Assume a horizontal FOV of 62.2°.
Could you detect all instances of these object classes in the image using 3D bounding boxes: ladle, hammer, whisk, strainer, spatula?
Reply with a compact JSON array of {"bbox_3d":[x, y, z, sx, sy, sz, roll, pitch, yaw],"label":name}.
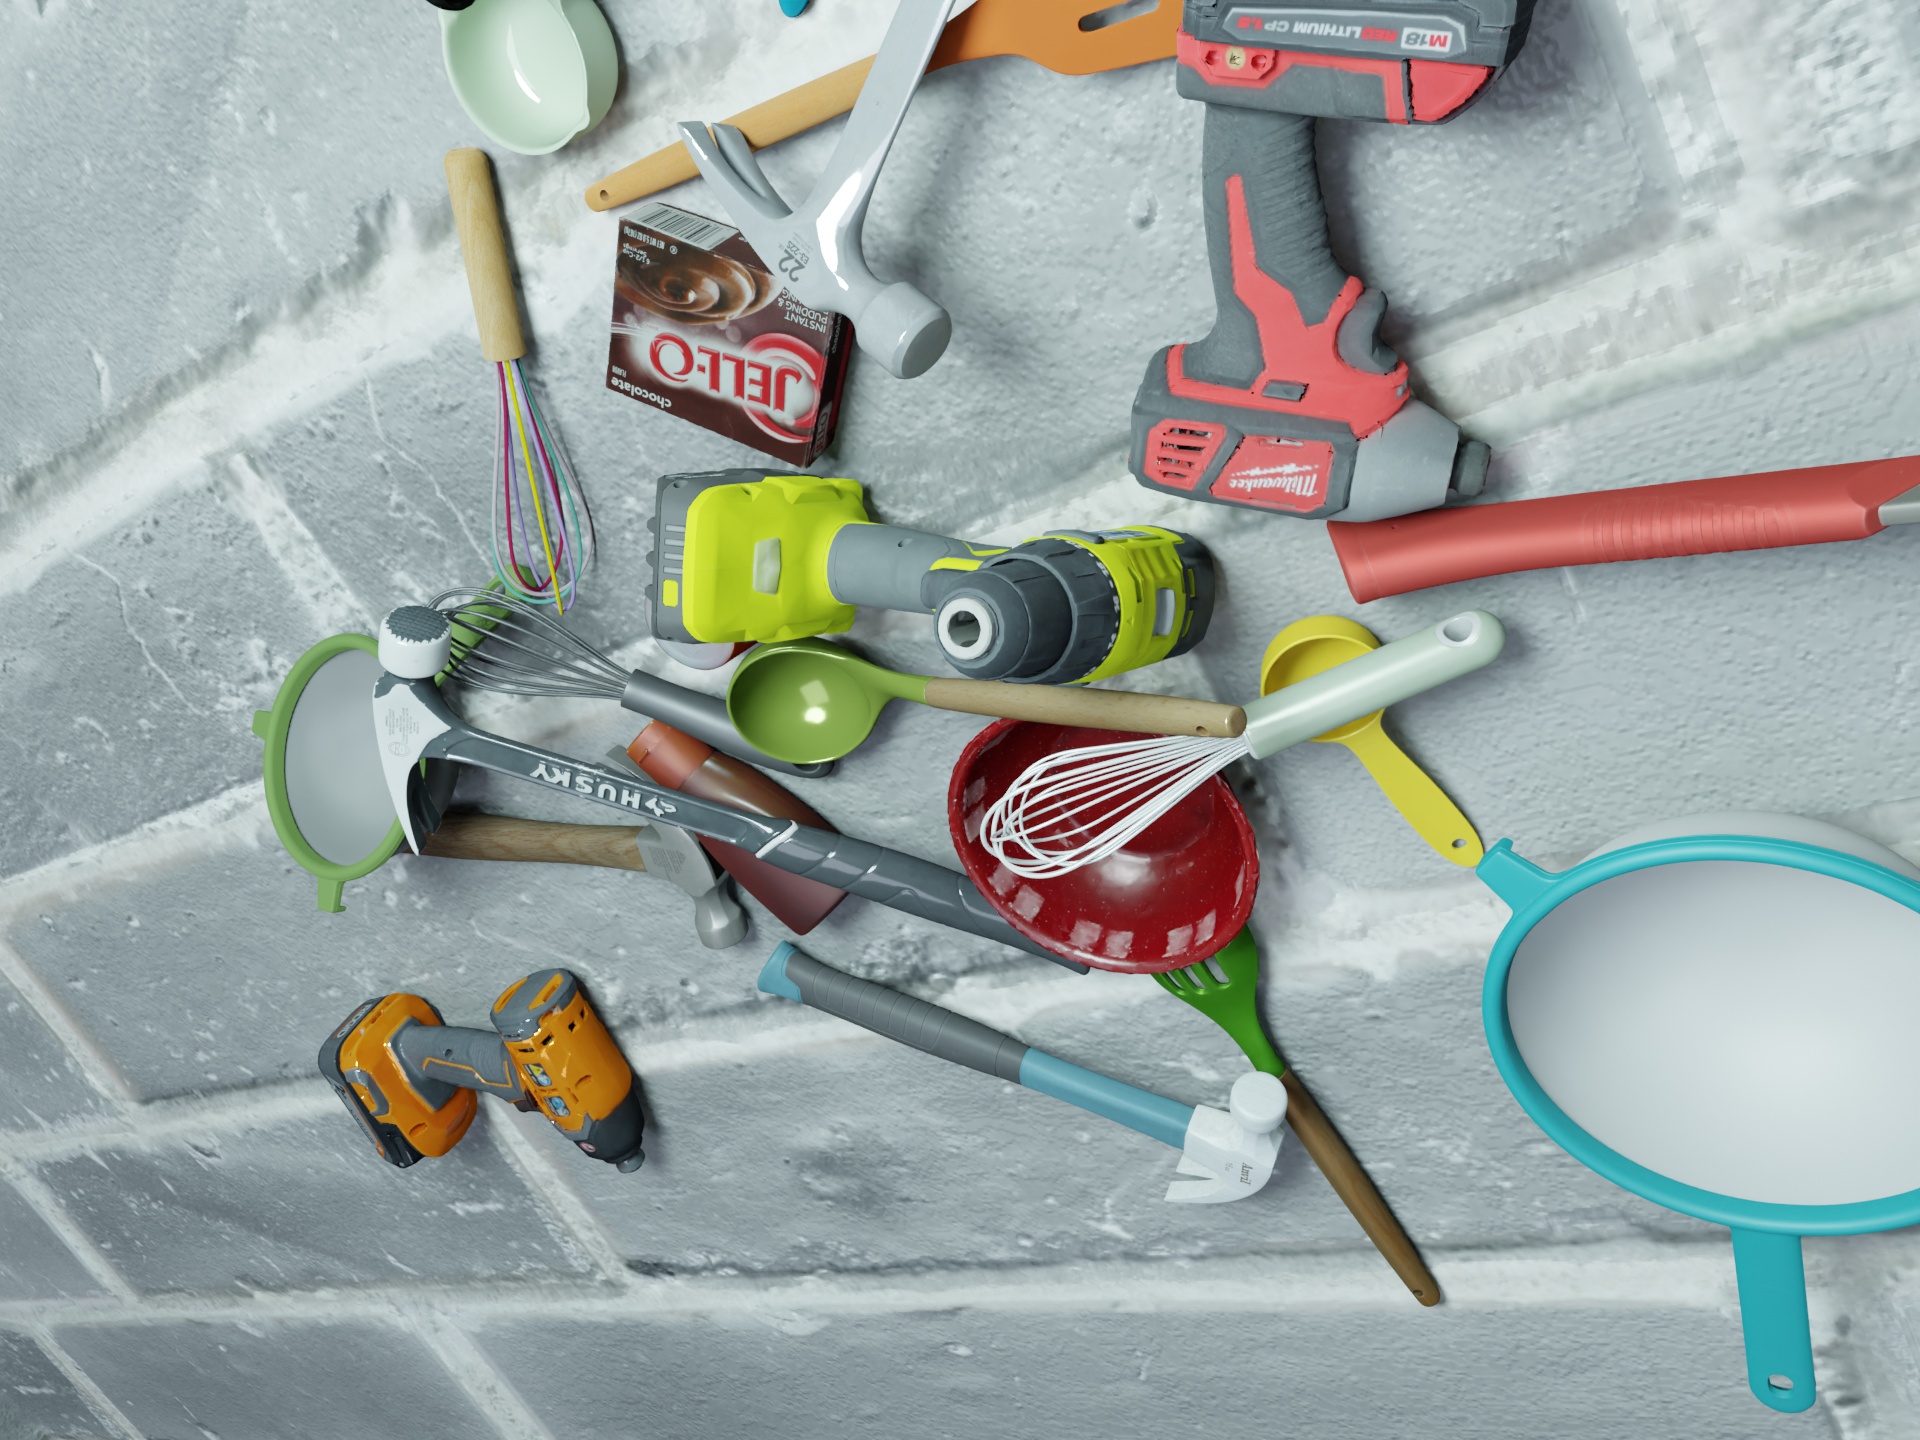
[{"bbox_3d":[-0.001,-0.002,0.740,0.320,0.062,0.078,7,143,49],"label":"ladle"},{"bbox_3d":[-0.120,0.063,0.861,0.409,0.036,0.149,18,126,-1],"label":"hammer"},{"bbox_3d":[0.016,-0.327,0.554,0.144,0.035,0.405,43,125,17],"label":"hammer"},{"bbox_3d":[-0.232,-0.168,0.823,0.051,0.047,0.244,2,119,12],"label":"whisk"},{"bbox_3d":[-0.183,-0.015,0.877,0.239,0.055,0.055,21,130,-3],"label":"whisk"},{"bbox_3d":[0.026,0.196,0.929,0.331,0.033,0.128,17,141,20],"label":"hammer"},{"bbox_3d":[0.303,-0.082,0.572,0.359,0.149,0.036,-2,126,42],"label":"hammer"},{"bbox_3d":[0.119,0.010,0.699,0.246,0.058,0.059,-24,136,16],"label":"whisk"},{"bbox_3d":[-0.293,0.074,1.024,0.331,0.031,0.130,2,123,27],"label":"hammer"},{"bbox_3d":[-0.324,-0.007,0.969,0.256,0.069,0.152,-39,67,23],"label":"strainer"},{"bbox_3d":[-0.040,-0.267,0.665,0.323,0.041,0.081,-7,119,36],"label":"spatula"},{"bbox_3d":[0.358,0.165,0.708,0.211,0.095,0.340,-1,123,31],"label":"strainer"}]

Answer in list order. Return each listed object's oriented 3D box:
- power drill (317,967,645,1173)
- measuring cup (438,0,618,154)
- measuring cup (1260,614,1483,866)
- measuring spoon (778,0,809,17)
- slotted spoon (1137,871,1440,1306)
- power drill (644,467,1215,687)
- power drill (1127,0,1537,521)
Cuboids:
[{"bbox_3d":[-0.334,0.265,1.147,0.226,0.084,0.164,-11,117,28],"label":"power drill"},{"bbox_3d":[-0.168,-0.324,0.682,0.083,0.038,0.167,37,129,0],"label":"measuring cup"},{"bbox_3d":[0.196,0.011,0.735,0.062,0.029,0.156,-33,116,26],"label":"measuring cup"},{"bbox_3d":[-0.050,-0.339,0.627,0.042,0.021,0.128,40,141,11],"label":"measuring spoon"},{"bbox_3d":[0.186,0.212,0.873,0.070,0.031,0.313,-21,111,38],"label":"slotted spoon"},{"bbox_3d":[-0.023,-0.060,0.692,0.228,0.190,0.080,11,103,28],"label":"power drill"},{"bbox_3d":[0.142,-0.175,0.597,0.143,0.079,0.219,13,130,15],"label":"power drill"}]
